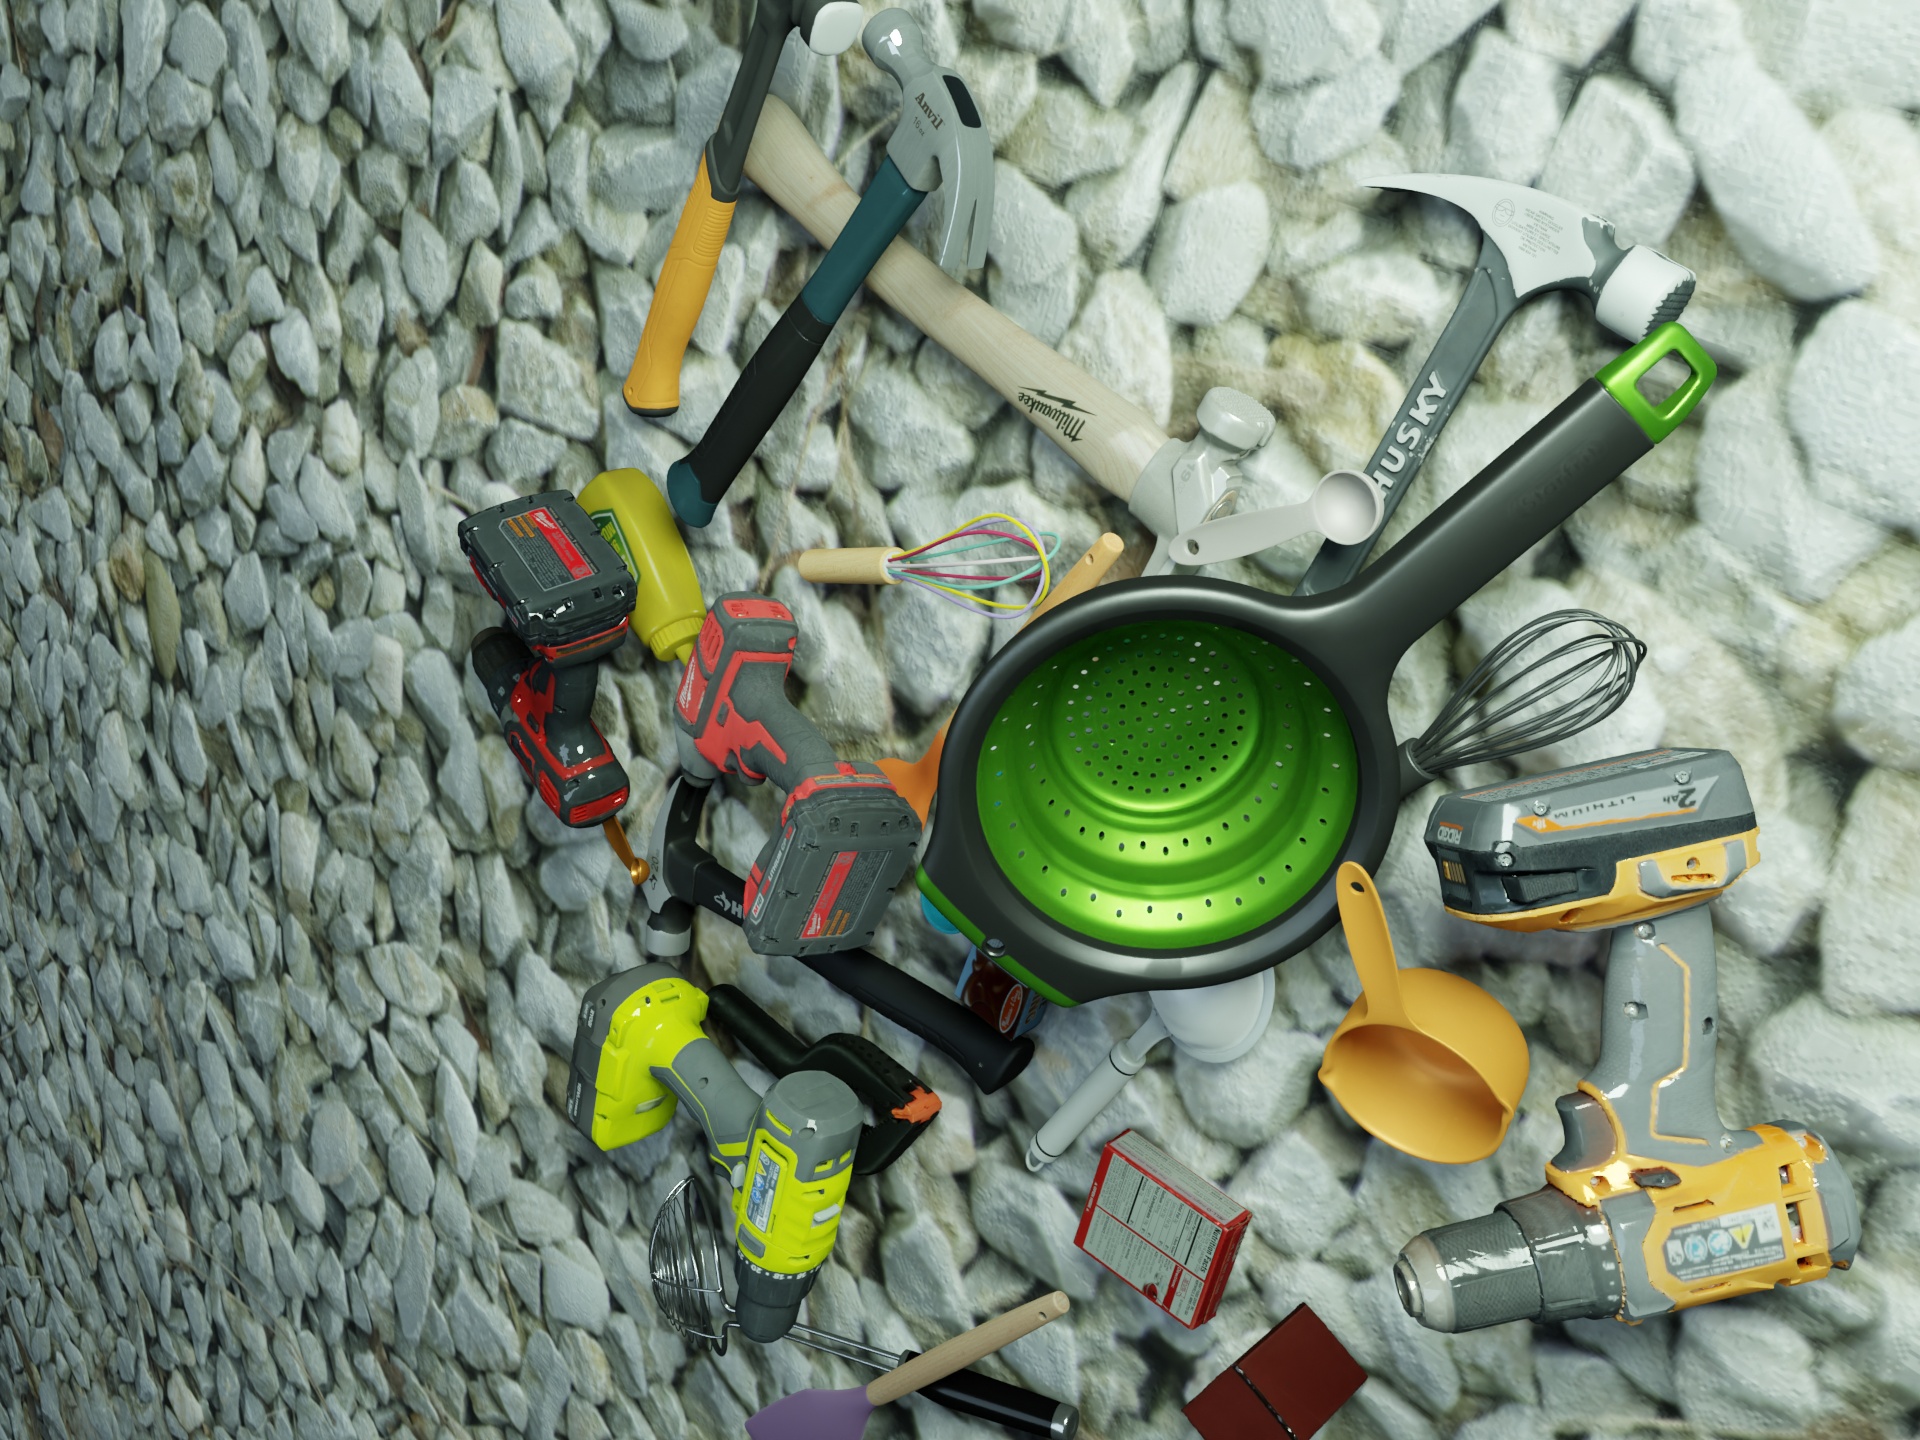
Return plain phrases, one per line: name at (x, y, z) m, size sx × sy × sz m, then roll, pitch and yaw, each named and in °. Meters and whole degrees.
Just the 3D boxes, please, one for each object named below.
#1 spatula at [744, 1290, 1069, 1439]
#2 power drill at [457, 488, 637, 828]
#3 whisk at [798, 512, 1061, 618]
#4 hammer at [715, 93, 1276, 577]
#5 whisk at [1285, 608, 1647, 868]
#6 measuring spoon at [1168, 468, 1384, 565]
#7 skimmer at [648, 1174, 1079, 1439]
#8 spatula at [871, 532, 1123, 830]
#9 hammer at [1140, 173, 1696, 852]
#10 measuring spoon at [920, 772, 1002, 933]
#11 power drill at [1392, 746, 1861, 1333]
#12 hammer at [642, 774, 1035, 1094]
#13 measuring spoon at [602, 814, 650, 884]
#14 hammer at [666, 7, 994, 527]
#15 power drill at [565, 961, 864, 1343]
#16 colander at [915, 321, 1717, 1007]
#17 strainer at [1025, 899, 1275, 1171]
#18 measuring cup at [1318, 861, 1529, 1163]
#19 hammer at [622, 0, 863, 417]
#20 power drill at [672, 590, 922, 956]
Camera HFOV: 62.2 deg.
spatula at (-0.037, 0.420, 1.006) m, size 0.060 × 0.018 × 0.316 m, roll 49°, pitch 125°, yaw 2°
power drill at (-0.297, -0.053, 1.118) m, size 0.188 × 0.080 × 0.226 m, roll 49°, pitch 147°, yaw 28°
whisk at (-0.025, -0.092, 0.901) m, size 0.047 × 0.051 × 0.245 m, roll 45°, pitch 160°, yaw -29°
hammer at (-0.010, -0.220, 0.890) m, size 0.411 × 0.038 × 0.146 m, roll 45°, pitch 126°, yaw 25°
whisk at (0.214, 0.019, 0.745) m, size 0.239 × 0.055 × 0.055 m, roll -40°, pitch 73°, yaw 42°
measuring spoon at (0.149, -0.093, 0.754) m, size 0.124 × 0.018 × 0.034 m, roll -10°, pitch 99°, yaw 49°
skimmer at (-0.074, 0.408, 1.090) m, size 0.363 × 0.090 × 0.127 m, roll 6°, pitch 107°, yaw 29°
spatula at (-0.001, -0.003, 0.908) m, size 0.322 × 0.041 × 0.081 m, roll -50°, pitch 56°, yaw 46°
hammer at (0.170, -0.065, 0.771) m, size 0.149 × 0.036 × 0.408 m, roll 43°, pitch 124°, yaw 27°
measuring spoon at (0.013, 0.069, 0.951) m, size 0.042 × 0.021 × 0.128 m, roll 32°, pitch 110°, yaw 32°
power drill at (0.255, 0.138, 0.659) m, size 0.185 × 0.084 × 0.226 m, roll -12°, pitch 91°, yaw -3°
hammer at (-0.088, 0.147, 1.039) m, size 0.335 × 0.035 × 0.146 m, roll 24°, pitch 115°, yaw 35°
measuring spoon at (-0.243, 0.087, 1.150) m, size 0.117 × 0.011 × 0.021 m, roll 42°, pitch 123°, yaw 56°
hammer at (-0.088, -0.229, 0.913) m, size 0.331 × 0.033 × 0.128 m, roll -46°, pitch 69°, yaw 40°
power drill at (-0.166, 0.284, 1.064) m, size 0.229 × 0.080 × 0.190 m, roll 31°, pitch 117°, yaw 36°
colander at (0.150, -0.035, 0.714) m, size 0.204 × 0.095 × 0.397 m, roll 42°, pitch 111°, yaw -16°
strainer at (0.097, 0.185, 0.888) m, size 0.258 × 0.050 × 0.087 m, roll -57°, pitch 48°, yaw 37°
measuring cup at (0.208, 0.124, 0.734) m, size 0.095 × 0.052 × 0.173 m, roll 1°, pitch 122°, yaw 41°
hammer at (-0.153, -0.315, 0.949) m, size 0.127 × 0.034 × 0.336 m, roll 56°, pitch 140°, yaw 21°
power drill at (-0.118, 0.036, 0.986) m, size 0.220 × 0.078 × 0.143 m, roll 56°, pitch 132°, yaw 40°
